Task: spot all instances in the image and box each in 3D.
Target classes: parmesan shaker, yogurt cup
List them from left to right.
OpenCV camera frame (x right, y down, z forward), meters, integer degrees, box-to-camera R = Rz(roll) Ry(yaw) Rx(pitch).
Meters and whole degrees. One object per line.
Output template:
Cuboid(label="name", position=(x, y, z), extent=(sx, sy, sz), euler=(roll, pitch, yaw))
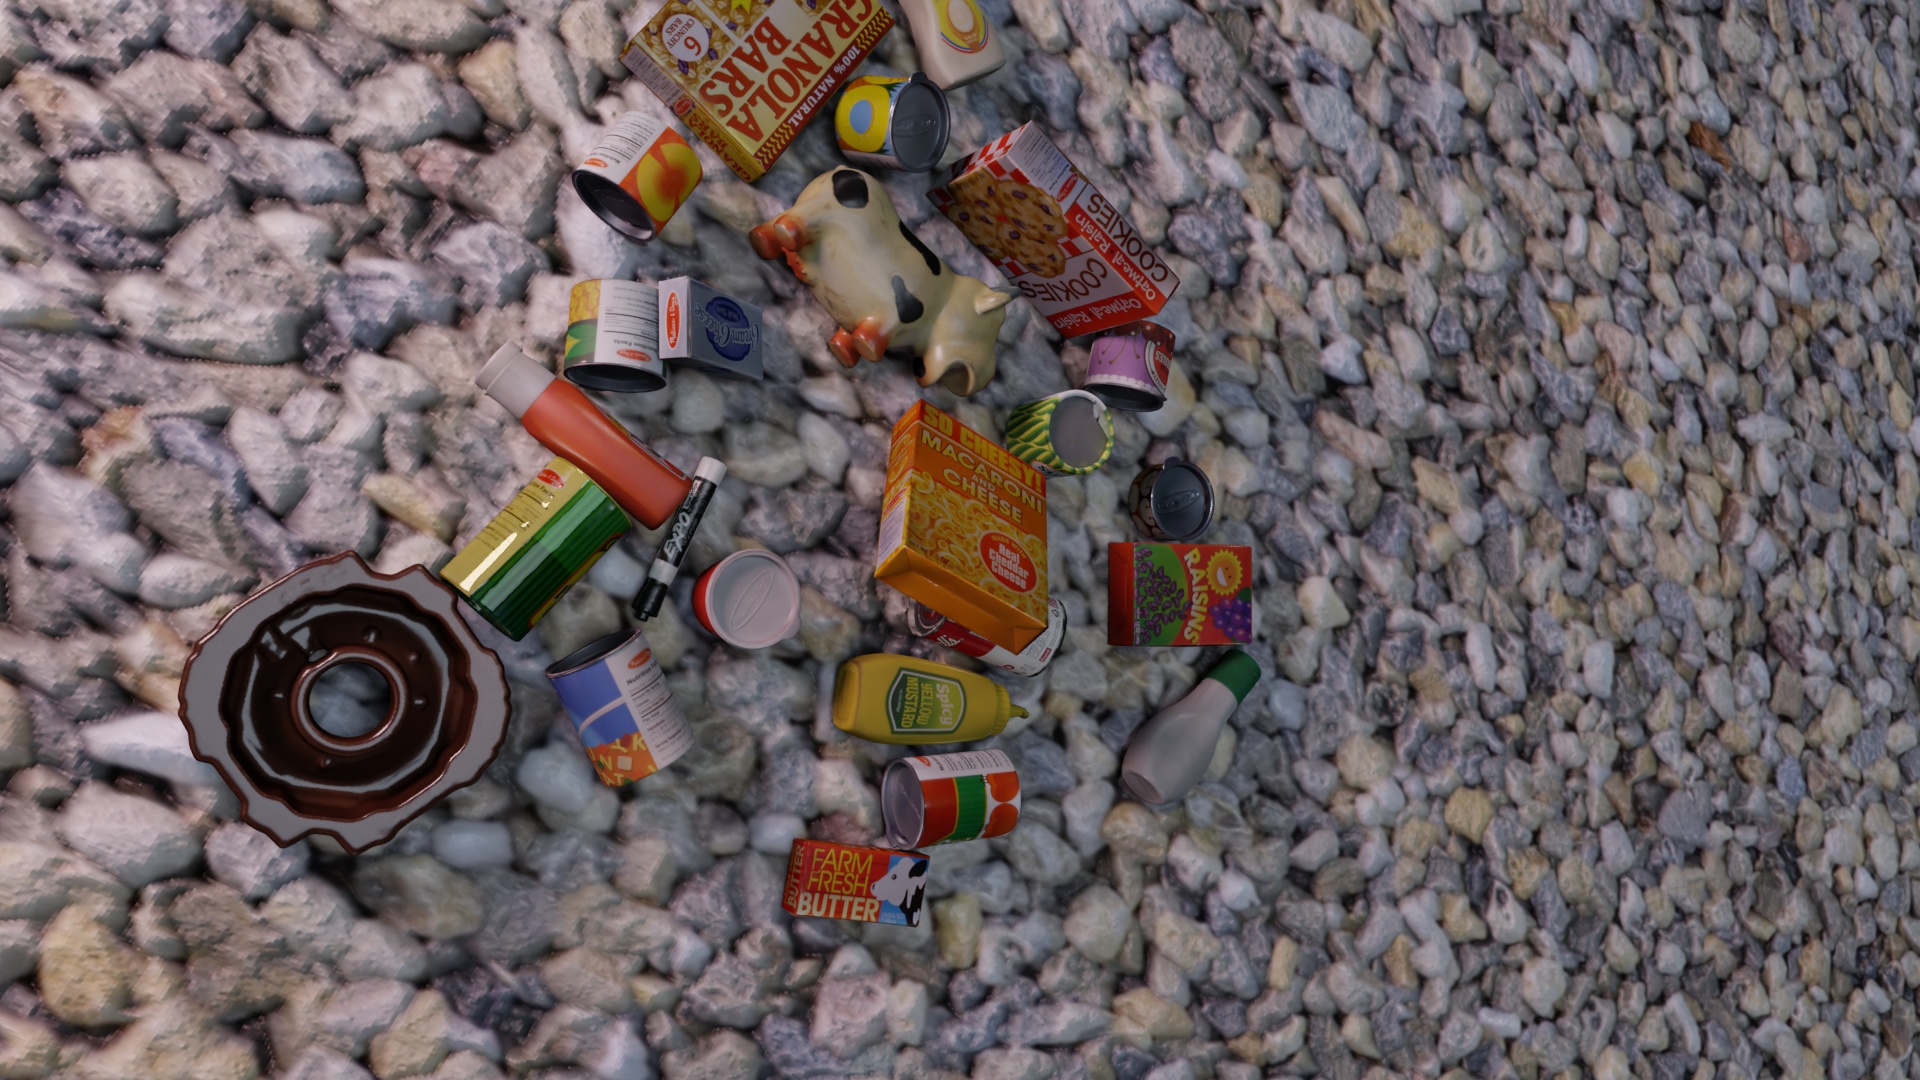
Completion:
Cuboid(label="parmesan shaker", position=(-0.270, 0.005, 0.882), extent=(0.071, 0.071, 0.103), euler=(47, 70, -20))
Cuboid(label="yogurt cup", position=(-0.150, 0.040, 0.954), extent=(0.072, 0.054, 0.072), euler=(1, 87, -29))

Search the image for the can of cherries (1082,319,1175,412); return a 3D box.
Cuboid(label="can of cherries", position=(0.138, -0.141, 1.116), extent=(0.071, 0.071, 0.058), euler=(18, 78, -28))

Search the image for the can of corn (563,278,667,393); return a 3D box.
Cuboid(label="can of corn", position=(-0.226, -0.133, 0.912), extent=(0.071, 0.071, 0.058), euler=(8, 79, -29))

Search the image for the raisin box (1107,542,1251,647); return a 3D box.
Cuboid(label="raisin box", position=(0.183, 0.045, 1.151), extent=(0.123, 0.040, 0.086), euler=(2, 86, -28))

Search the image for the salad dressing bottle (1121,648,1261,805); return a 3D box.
Cuboid(label="salad dressing bottle", position=(0.194, 0.152, 1.151), extent=(0.148, 0.044, 0.064), euler=(-45, 107, -25))

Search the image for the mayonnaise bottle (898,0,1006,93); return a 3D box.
Cuboid(label="mayonnaise bottle", position=(-0.021, -0.420, 1.056), extent=(0.065, 0.041, 0.147), euler=(-30, 103, -25))

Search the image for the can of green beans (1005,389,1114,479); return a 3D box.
Cuboid(label="can of green beans", position=(0.078, -0.082, 1.086), extent=(0.071, 0.057, 0.071), euler=(1, 87, -29))

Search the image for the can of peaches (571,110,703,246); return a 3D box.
Cuboid(label="can of peaches", position=(-0.213, -0.241, 0.926), extent=(0.071, 0.071, 0.058), euler=(40, 70, -22))

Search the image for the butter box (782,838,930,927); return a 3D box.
Cuboid(label="butter box", position=(-0.074, 0.247, 1.004), extent=(0.103, 0.024, 0.053), euler=(14, 82, -28))

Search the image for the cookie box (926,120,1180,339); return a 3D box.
Cuboid(label="cookie box", position=(0.070, -0.230, 1.051), extent=(0.167, 0.123, 0.040), euler=(42, 70, -21))

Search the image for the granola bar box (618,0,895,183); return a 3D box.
Cuboid(label="granola bar box", position=(-0.140, -0.357, 0.986), extent=(0.124, 0.039, 0.166), euler=(43, 69, -21))

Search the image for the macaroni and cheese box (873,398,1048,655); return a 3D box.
Cuboid(label="macaroni and cheese box", position=(0.004, -0.013, 0.999), extent=(0.123, 0.040, 0.167), euler=(30, 36, -22))

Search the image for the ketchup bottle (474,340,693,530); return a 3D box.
Cuboid(label="ketchup bottle", position=(-0.245, -0.068, 0.903), extent=(0.148, 0.064, 0.043), euler=(40, 81, -13))

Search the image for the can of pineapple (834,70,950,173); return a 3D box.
Cuboid(label="can of pineapple", position=(-0.049, -0.306, 1.011), extent=(0.071, 0.058, 0.070), euler=(-25, 124, -45))

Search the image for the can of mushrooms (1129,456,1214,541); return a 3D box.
Cuboid(label="can of mushrooms", position=(0.175, -0.034, 1.153), extent=(0.071, 0.033, 0.071), euler=(1, 88, -29))

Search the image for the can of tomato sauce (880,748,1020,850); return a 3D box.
Cuboid(label="can of tomato sauce", position=(-0.007, 0.191, 1.021), extent=(0.083, 0.071, 0.071), euler=(-1, 88, -30))

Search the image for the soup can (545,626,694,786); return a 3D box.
Cuboid(label="soup can", position=(-0.223, 0.109, 0.905), extent=(0.071, 0.071, 0.083), euler=(-30, 103, -27))

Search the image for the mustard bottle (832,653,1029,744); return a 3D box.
Cuboid(label="mustard bottle", position=(-0.014, 0.121, 1.030), extent=(0.160, 0.049, 0.065), euler=(8, 86, -29))

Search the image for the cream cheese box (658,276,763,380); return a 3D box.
Cuboid(label="cream cheese box", position=(-0.166, -0.140, 0.936), extent=(0.104, 0.024, 0.053), euler=(7, 82, -71))
